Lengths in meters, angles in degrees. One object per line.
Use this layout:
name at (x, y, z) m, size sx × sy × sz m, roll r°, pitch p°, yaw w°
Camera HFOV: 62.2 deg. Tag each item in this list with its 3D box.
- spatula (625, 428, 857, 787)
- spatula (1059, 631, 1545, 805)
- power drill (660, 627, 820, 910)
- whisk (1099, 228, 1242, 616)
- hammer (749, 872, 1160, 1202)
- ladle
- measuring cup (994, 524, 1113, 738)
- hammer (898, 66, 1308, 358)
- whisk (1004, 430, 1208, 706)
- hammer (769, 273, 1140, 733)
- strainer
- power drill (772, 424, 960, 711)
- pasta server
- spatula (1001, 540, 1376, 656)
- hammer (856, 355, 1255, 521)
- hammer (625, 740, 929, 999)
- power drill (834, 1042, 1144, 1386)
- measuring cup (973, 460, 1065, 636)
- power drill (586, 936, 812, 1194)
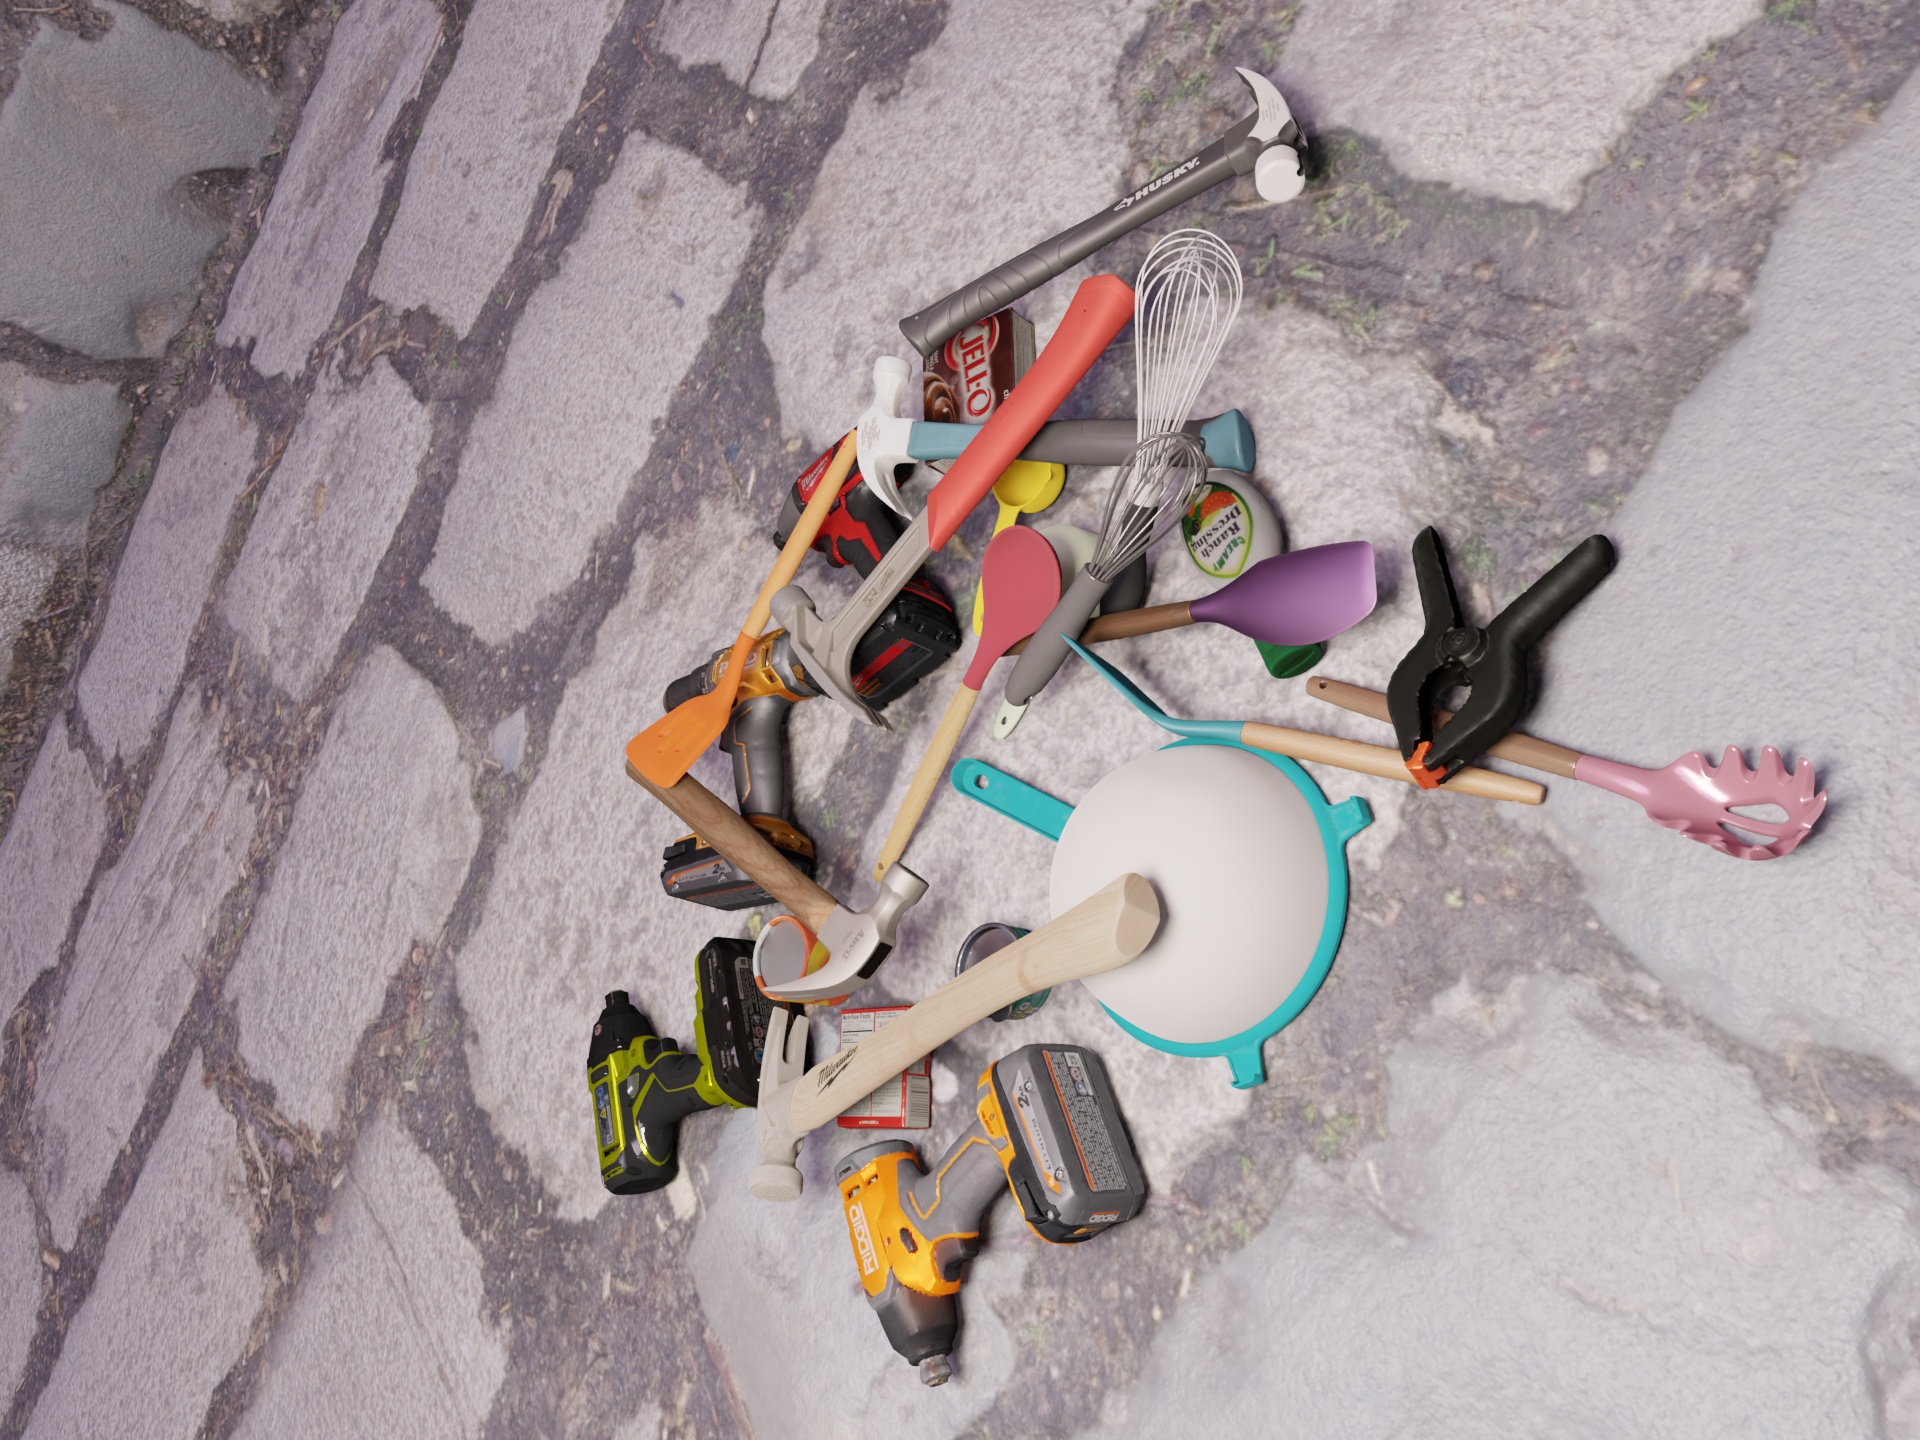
spatula at (-0.165, -0.092, 1.276) m, size 0.081 × 0.041 × 0.322 m, roll 34°, pitch 97°, yaw 46°
spatula at (0.202, 0.002, 0.982) m, size 0.318 × 0.082 × 0.044 m, roll 14°, pitch 82°, yaw 34°
power drill at (-0.194, 0.042, 1.341) m, size 0.185 × 0.084 × 0.226 m, roll -15°, pitch 63°, yaw 40°
whisk at (0.131, -0.183, 1.061) m, size 0.070 × 0.070 × 0.284 m, roll 40°, pitch 131°, yaw 43°
hammer at (-0.018, 0.193, 1.063) m, size 0.410 × 0.038 × 0.146 m, roll -38°, pitch 37°, yaw 39°
ladle at (-0.002, -0.004, 1.162) m, size 0.069 × 0.031 × 0.315 m, roll 39°, pitch 120°, yaw 25°
measuring cup at (0.053, -0.065, 1.165) m, size 0.083 × 0.038 × 0.167 m, roll 31°, pitch 98°, yaw 44°
hammer at (0.093, -0.356, 1.161) m, size 0.335 × 0.035 × 0.146 m, roll -23°, pitch 42°, yaw 29°
whisk at (0.090, -0.095, 1.053) m, size 0.239 × 0.055 × 0.055 m, roll -57°, pitch 46°, yaw 33°
hammer at (0.009, -0.165, 1.147) m, size 0.359 × 0.036 × 0.149 m, roll -49°, pitch 58°, yaw 13°
strainer at (0.087, 0.083, 1.049) m, size 0.341 × 0.095 × 0.211 m, roll 25°, pitch 95°, yaw 43°
power drill at (-0.088, -0.125, 1.294) m, size 0.143 × 0.078 × 0.220 m, roll -37°, pitch 52°, yaw 29°
pasta server at (0.320, 0.014, 0.891) m, size 0.316 × 0.040 × 0.060 m, roll 22°, pitch 74°, yaw 46°
spatula at (0.136, -0.066, 1.051) m, size 0.316 × 0.018 × 0.060 m, roll -7°, pitch 82°, yaw 46°
hammer at (0.060, -0.206, 1.166) m, size 0.331 × 0.033 × 0.128 m, roll 7°, pitch 83°, yaw 34°
hammer at (-0.163, 0.100, 1.206) m, size 0.332 × 0.031 × 0.130 m, roll 32°, pitch 88°, yaw 42°
power drill at (0.013, 0.330, 1.058) m, size 0.226 × 0.084 × 0.164 m, roll -42°, pitch 53°, yaw 32°
measuring cup at (0.041, -0.138, 1.211) m, size 0.062 × 0.029 × 0.156 m, roll 18°, pitch 95°, yaw 42°
power drill at (-0.228, 0.272, 1.305) m, size 0.223 × 0.080 × 0.171 m, roll -35°, pitch 56°, yaw 34°
